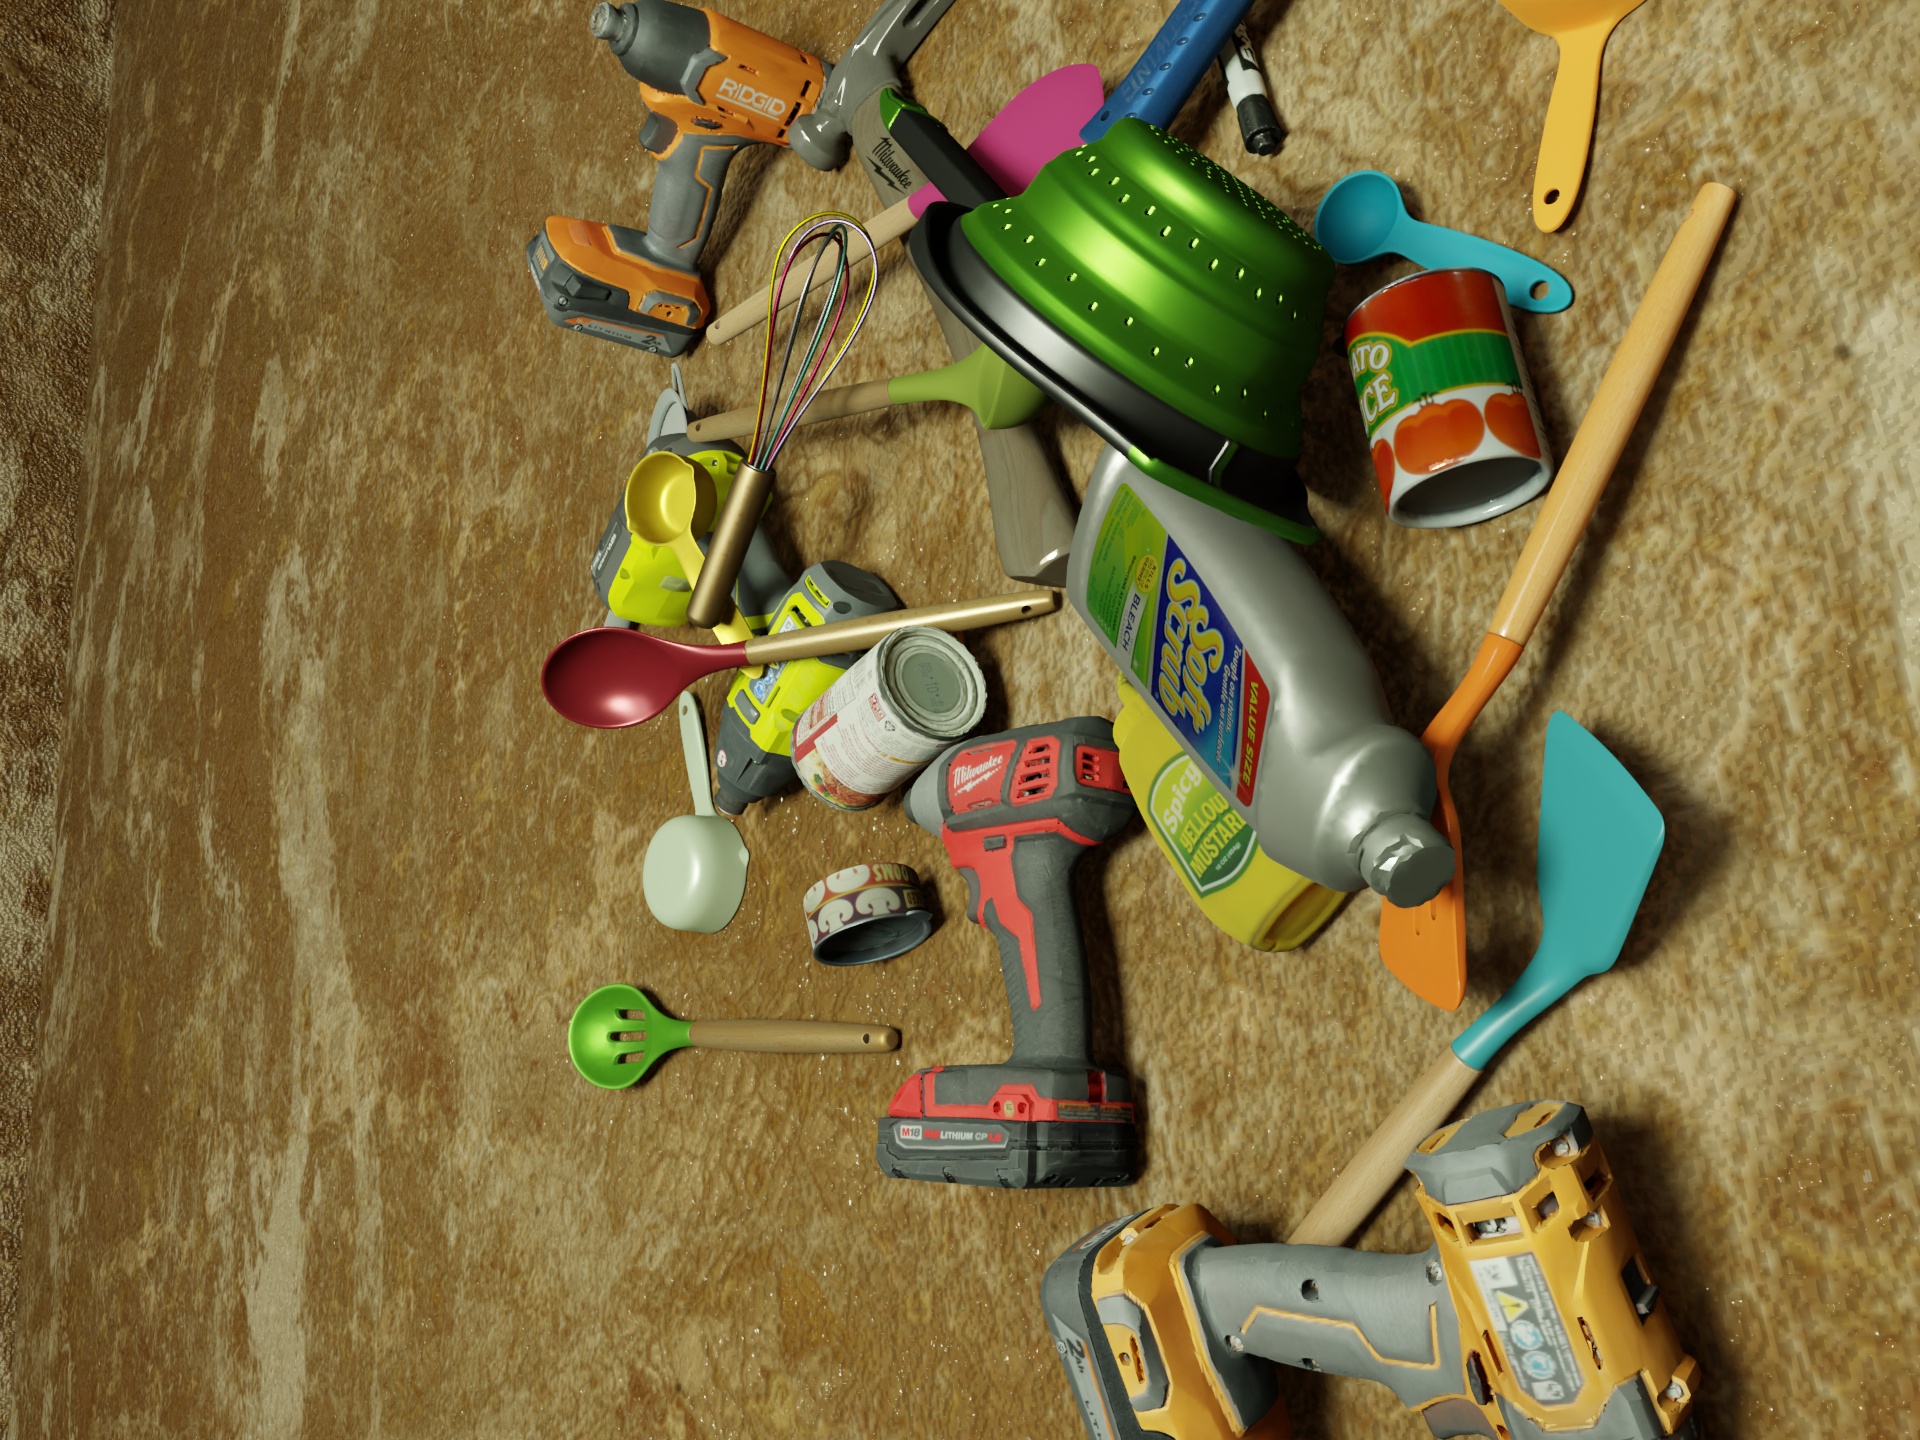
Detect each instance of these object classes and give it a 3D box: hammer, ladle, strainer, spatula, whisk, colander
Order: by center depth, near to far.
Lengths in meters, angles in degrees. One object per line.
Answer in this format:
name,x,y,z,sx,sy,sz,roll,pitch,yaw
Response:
spatula,0.225,-0.049,0.603,0.081,0.041,0.322,-136,70,-82
spatula,0.175,0.146,0.624,0.317,0.044,0.082,-61,21,23
hammer,0.189,-0.425,0.710,0.405,0.035,0.144,-53,48,22
colander,0.057,-0.236,0.721,0.094,0.204,0.398,-54,42,24
whisk,-0.107,-0.162,0.875,0.051,0.047,0.245,46,120,44
ladle,-0.062,-0.183,0.881,0.320,0.062,0.078,0,78,45
ladle,-0.095,-0.042,0.887,0.315,0.069,0.031,-8,35,22
hammer,0.001,-0.253,0.903,0.146,0.038,0.411,-40,55,34
strainer,-0.218,-0.127,1.118,0.087,0.050,0.258,54,127,47

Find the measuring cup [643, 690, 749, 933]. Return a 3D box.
measuring cup,-0.182,0.056,1.039,0.083,0.038,0.168,-29,64,41

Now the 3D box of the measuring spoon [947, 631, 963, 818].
measuring spoon,-0.001,-0.003,0.876,0.021,0.011,0.117,-23,62,55

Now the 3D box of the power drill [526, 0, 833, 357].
power drill,-0.203,-0.364,1.057,0.226,0.164,0.084,-51,49,31

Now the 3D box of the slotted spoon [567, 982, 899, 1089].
slotted spoon,-0.147,0.196,0.984,0.314,0.031,0.070,-11,75,45

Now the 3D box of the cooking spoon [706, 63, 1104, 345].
cooking spoon,-0.043,-0.283,0.915,0.319,0.017,0.069,-18,68,41

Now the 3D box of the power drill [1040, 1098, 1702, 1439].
power drill,0.156,0.251,0.583,0.226,0.084,0.185,-26,81,37

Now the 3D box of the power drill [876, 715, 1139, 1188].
power drill,0.021,0.113,0.780,0.143,0.078,0.220,-12,71,46

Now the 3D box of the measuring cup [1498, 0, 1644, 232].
measuring cup,0.237,-0.286,0.634,0.095,0.052,0.173,6,85,48

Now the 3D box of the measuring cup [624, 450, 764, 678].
measuring cup,-0.148,-0.091,0.946,0.062,0.029,0.157,-37,74,27

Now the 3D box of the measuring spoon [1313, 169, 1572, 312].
measuring spoon,0.208,-0.199,0.682,0.129,0.021,0.042,38,109,35

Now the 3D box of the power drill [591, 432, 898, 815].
power drill,-0.144,-0.064,0.996,0.223,0.080,0.171,51,118,37
